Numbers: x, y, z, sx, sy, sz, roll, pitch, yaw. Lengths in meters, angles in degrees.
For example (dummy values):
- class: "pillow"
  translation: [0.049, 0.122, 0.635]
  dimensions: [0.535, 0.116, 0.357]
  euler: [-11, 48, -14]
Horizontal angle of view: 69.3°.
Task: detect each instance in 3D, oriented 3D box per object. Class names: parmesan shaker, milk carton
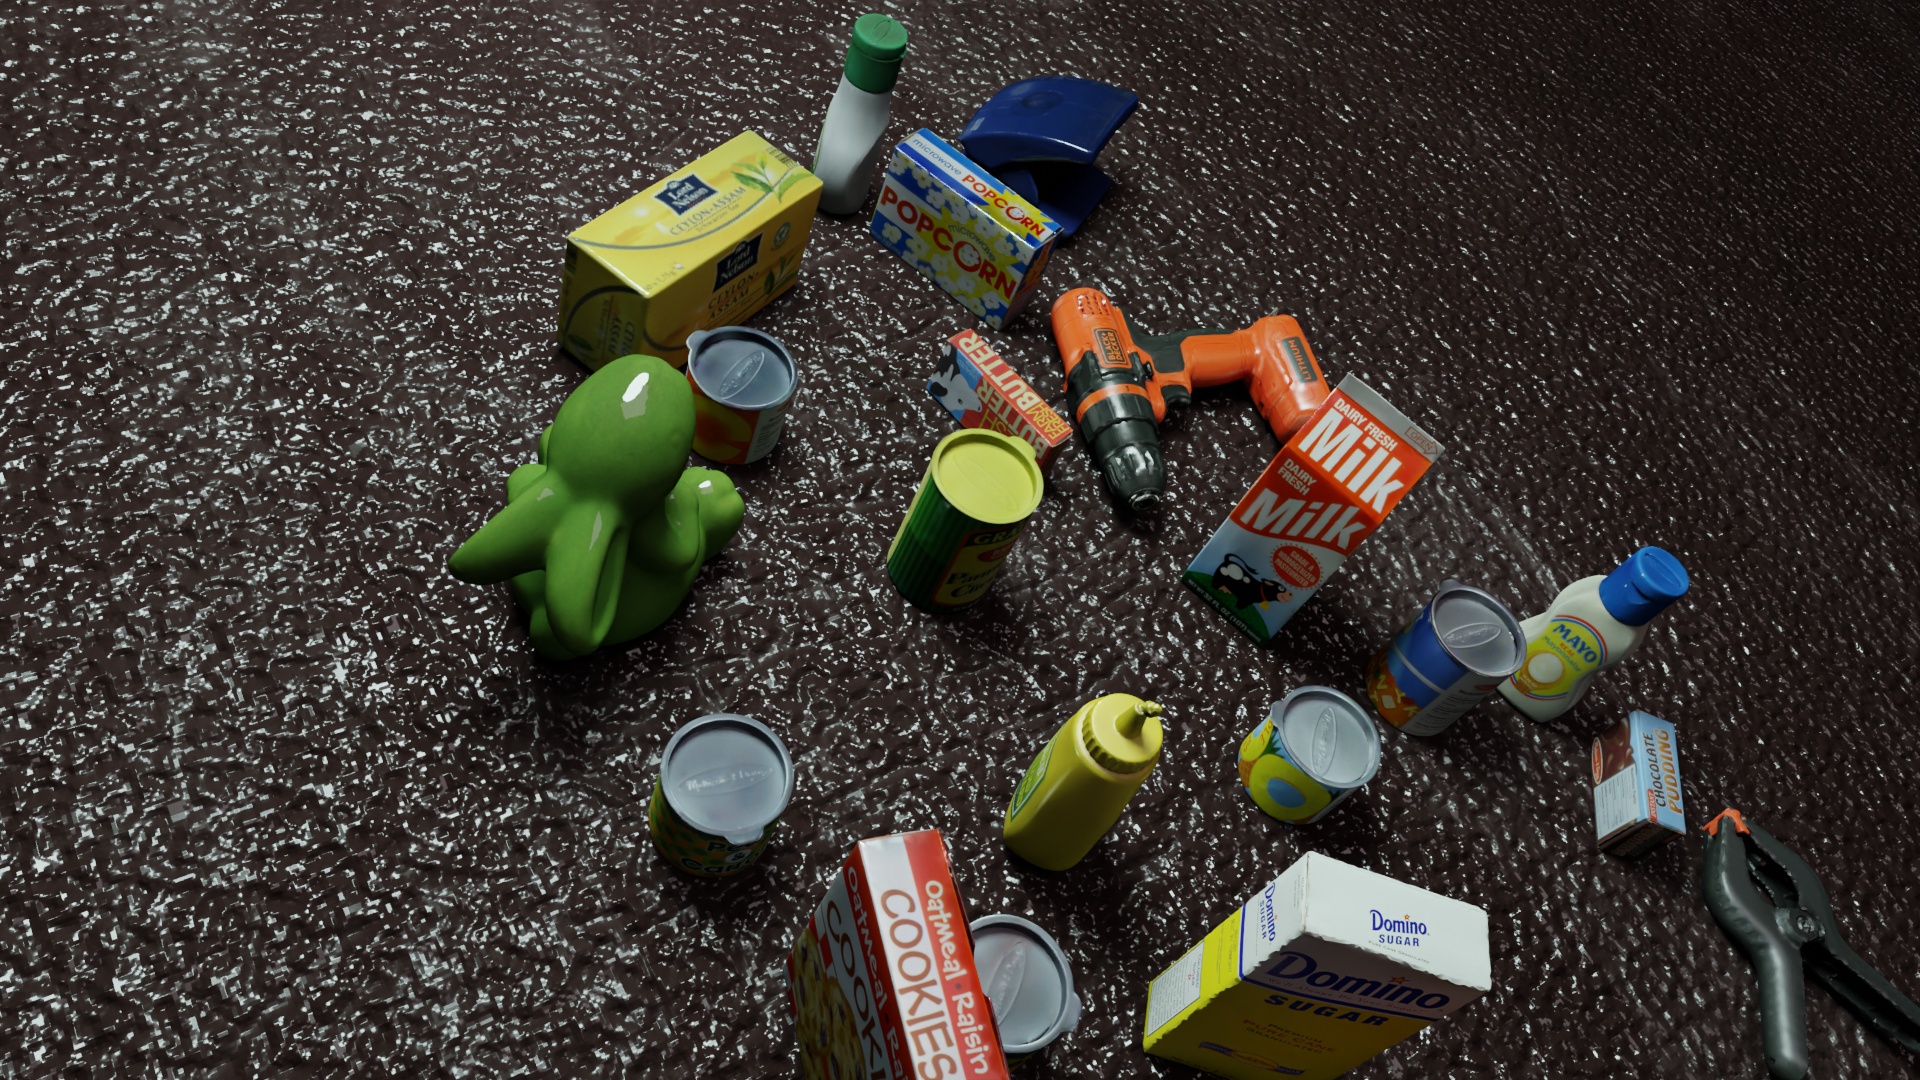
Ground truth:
- class: "parmesan shaker"
  translation: [0.003, -0.010, 0.824]
  dimensions: [0.071, 0.102, 0.071]
  euler: [10, 53, -13]
- class: "milk carton"
  translation: [0.218, -0.022, 0.855]
  dimensions: [0.072, 0.189, 0.074]
  euler: [41, 53, 11]

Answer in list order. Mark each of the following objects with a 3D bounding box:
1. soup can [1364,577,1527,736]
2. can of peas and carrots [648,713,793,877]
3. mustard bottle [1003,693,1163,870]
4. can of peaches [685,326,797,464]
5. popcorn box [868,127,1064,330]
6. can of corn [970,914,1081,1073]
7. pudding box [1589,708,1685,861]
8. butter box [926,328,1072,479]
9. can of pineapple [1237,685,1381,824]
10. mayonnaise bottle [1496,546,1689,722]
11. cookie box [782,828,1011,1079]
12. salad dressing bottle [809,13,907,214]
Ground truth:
- class: "soup can"
  translation: [0.306, 0.075, 0.886]
  dimensions: [0.071, 0.083, 0.072]
  euler: [10, 53, -13]
- class: "can of peas and carrots"
  translation: [-0.122, 0.132, 0.705]
  dimensions: [0.071, 0.058, 0.071]
  euler: [10, 53, -13]
- class: "mustard bottle"
  translation: [0.068, 0.117, 0.720]
  dimensions: [0.049, 0.159, 0.066]
  euler: [27, 51, 0]
- class: "can of peaches"
  translation: [-0.141, -0.090, 0.857]
  dimensions: [0.071, 0.057, 0.071]
  euler: [10, 53, -13]
- class: "popcorn box"
  translation: [0.001, -0.220, 0.985]
  dimensions: [0.127, 0.084, 0.038]
  euler: [38, 52, 9]
- class: "can of corn"
  translation: [0.017, 0.228, 0.687]
  dimensions: [0.071, 0.058, 0.071]
  euler: [10, 53, -13]
- class: "pudding box"
  translation: [0.436, 0.157, 0.897]
  dimensions: [0.030, 0.049, 0.084]
  euler: [20, 52, -6]
- class: "butter box"
  translation: [0.025, -0.086, 0.919]
  dimensions: [0.024, 0.052, 0.103]
  euler: [-33, 72, -35]
- class: "can of pineapple"
  translation: [0.206, 0.127, 0.829]
  dimensions: [0.071, 0.057, 0.071]
  euler: [10, 53, -13]
- class: "mayonnaise bottle"
  translation: [0.401, 0.058, 0.892]
  dimensions: [0.041, 0.147, 0.065]
  euler: [-32, 72, -35]
- class: "cookie box"
  translation: [-0.032, 0.216, 0.608]
  dimensions: [0.040, 0.166, 0.123]
  euler: [-5, 58, -23]
- class: "salad dressing bottle"
  translation: [-0.072, -0.297, 0.973]
  dimensions: [0.044, 0.146, 0.064]
  euler: [25, 51, -2]
